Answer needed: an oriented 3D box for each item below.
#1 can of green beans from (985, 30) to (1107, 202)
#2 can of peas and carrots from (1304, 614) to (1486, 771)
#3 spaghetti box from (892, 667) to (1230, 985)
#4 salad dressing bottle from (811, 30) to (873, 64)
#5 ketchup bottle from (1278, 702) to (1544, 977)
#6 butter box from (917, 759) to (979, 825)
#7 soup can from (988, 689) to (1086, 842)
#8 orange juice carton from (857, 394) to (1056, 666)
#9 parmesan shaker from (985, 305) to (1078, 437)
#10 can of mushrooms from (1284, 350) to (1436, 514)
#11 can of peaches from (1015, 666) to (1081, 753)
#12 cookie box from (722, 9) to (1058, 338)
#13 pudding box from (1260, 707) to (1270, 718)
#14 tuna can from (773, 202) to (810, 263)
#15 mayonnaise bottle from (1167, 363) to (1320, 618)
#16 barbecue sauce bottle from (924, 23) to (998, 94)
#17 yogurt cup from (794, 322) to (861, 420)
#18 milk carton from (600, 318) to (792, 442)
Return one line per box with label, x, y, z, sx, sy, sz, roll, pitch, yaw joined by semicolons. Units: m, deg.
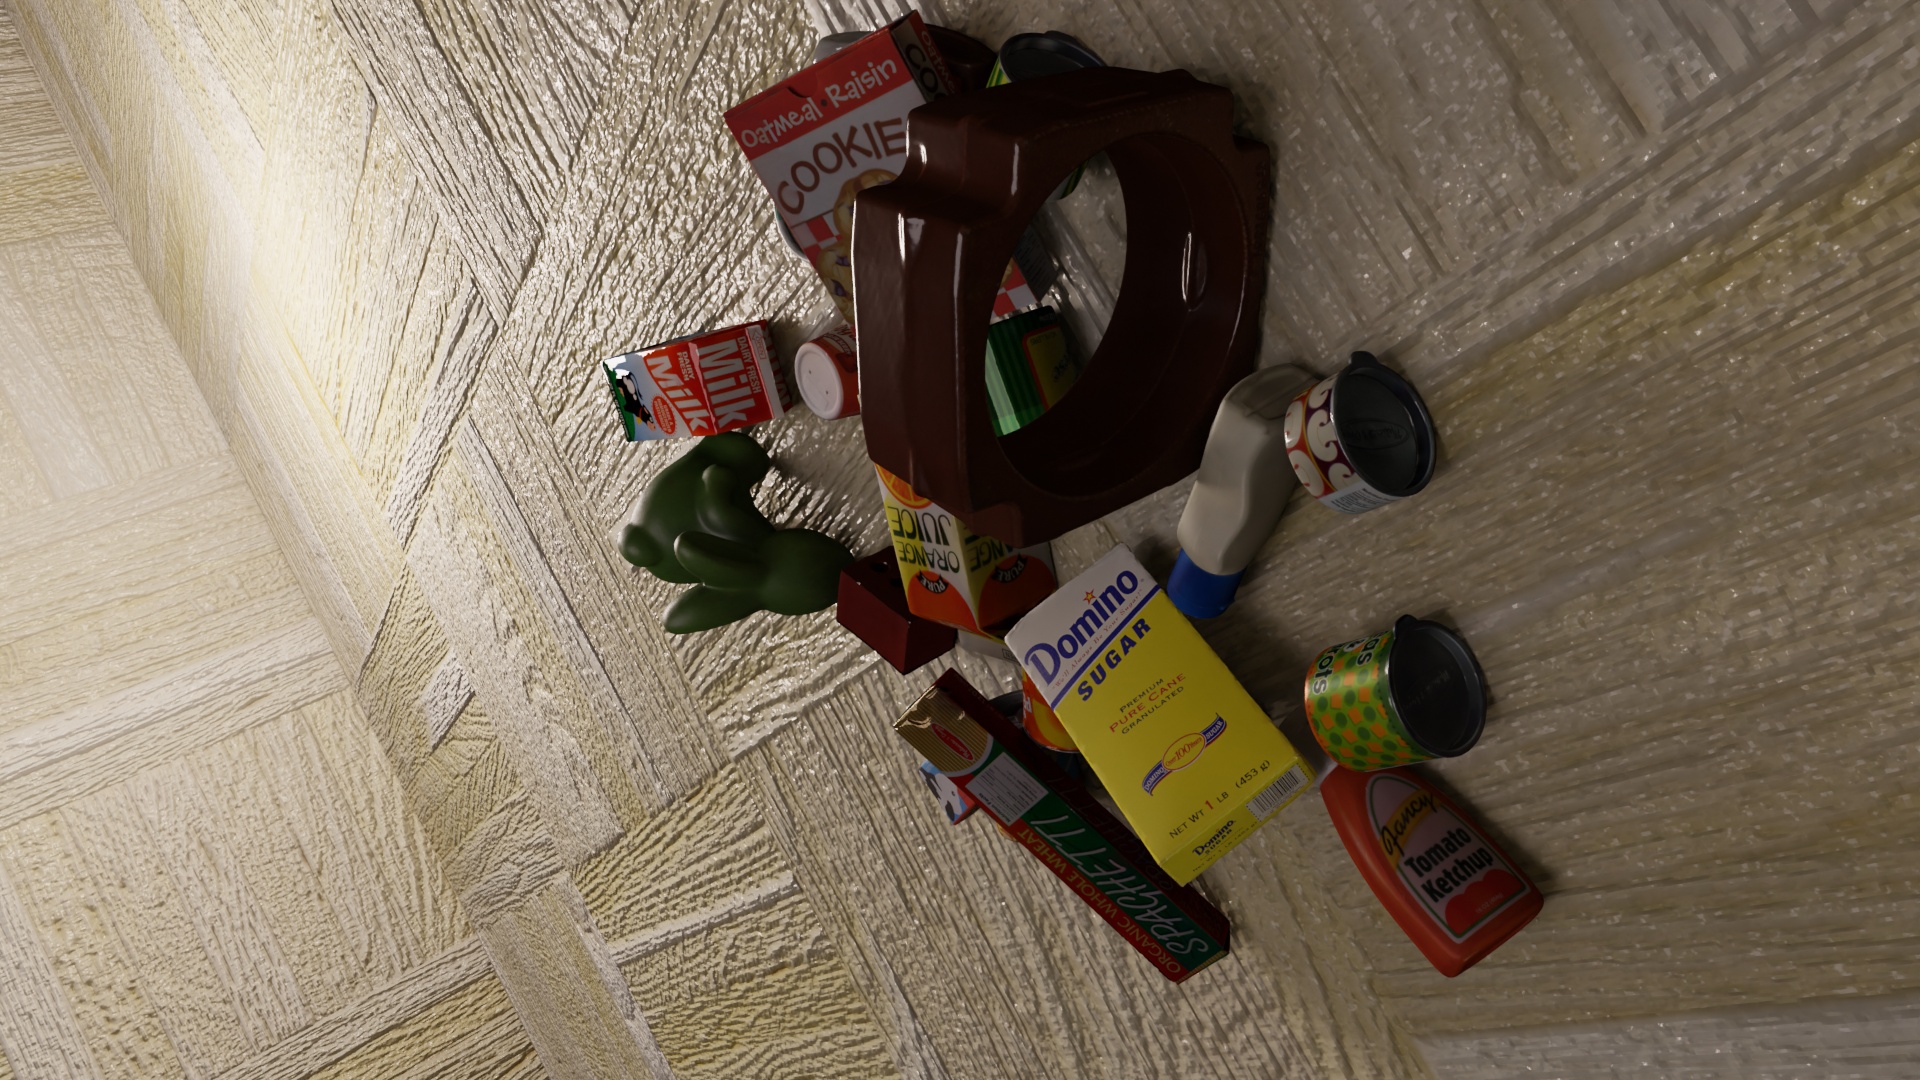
can of green beans;0.042;-0.219;0.720;0.071;0.071;0.057;51;143;18
can of peas and carrots;0.211;0.075;0.681;0.058;0.071;0.071;-29;87;55
spaghetti box;0.066;0.182;0.881;0.250;0.029;0.050;42;120;-2
salad dressing bottle;-0.059;-0.234;0.857;0.064;0.044;0.147;18;126;32
ketchup bottle;0.223;0.146;0.715;0.149;0.065;0.043;52;162;31
butter box;0.007;0.167;1.029;0.053;0.024;0.103;54;143;15
soup can;0.045;0.152;0.931;0.071;0.071;0.083;2;113;51
orange juice carton;0.003;-0.011;0.886;0.072;0.073;0.192;9;118;49
parmesan shaker;0.039;-0.077;0.803;0.071;0.071;0.103;-11;101;53
can of mushrooms;0.184;-0.049;0.642;0.033;0.071;0.071;-30;86;55
can of peaches;0.069;0.090;0.866;0.071;0.071;0.057;25;128;41
cookie box;-0.039;-0.194;0.784;0.122;0.040;0.167;-15;118;34
pudding box;0.144;0.119;0.822;0.050;0.030;0.083;44;139;28
tuna can;-0.091;-0.219;0.916;0.071;0.033;0.070;30;132;39
mayonnaise bottle;0.142;-0.020;0.717;0.041;0.065;0.147;42;142;26
barbecue sauce bottle;-0.019;-0.220;0.814;0.065;0.044;0.147;31;134;22
yogurt cup;-0.075;-0.114;0.939;0.072;0.054;0.072;30;132;39
milk carton;-0.195;-0.123;1.069;0.190;0.074;0.072;2;112;51
